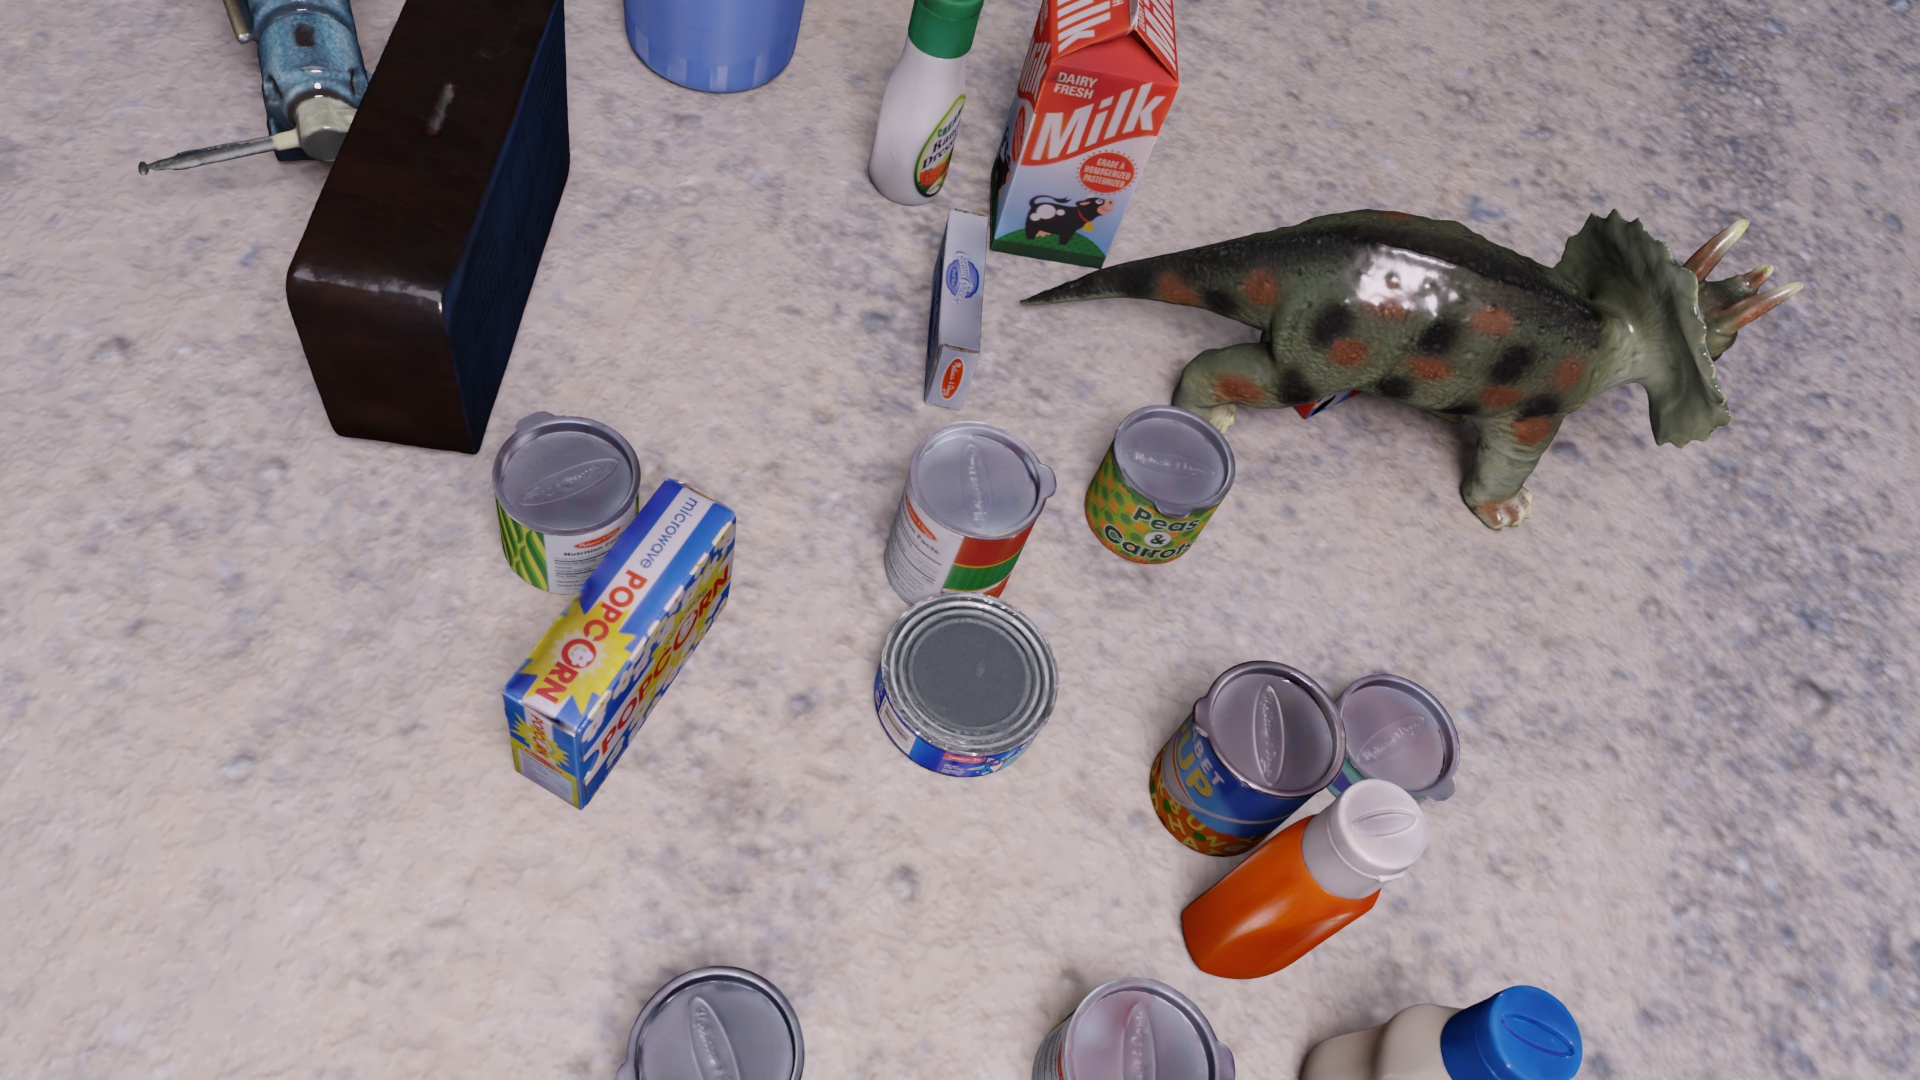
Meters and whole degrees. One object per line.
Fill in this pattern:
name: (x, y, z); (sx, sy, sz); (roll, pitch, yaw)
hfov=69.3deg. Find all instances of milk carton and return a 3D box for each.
milk carton: (0.072, -0.247, 0.789); (0.073, 0.189, 0.073); (7, 58, -9)

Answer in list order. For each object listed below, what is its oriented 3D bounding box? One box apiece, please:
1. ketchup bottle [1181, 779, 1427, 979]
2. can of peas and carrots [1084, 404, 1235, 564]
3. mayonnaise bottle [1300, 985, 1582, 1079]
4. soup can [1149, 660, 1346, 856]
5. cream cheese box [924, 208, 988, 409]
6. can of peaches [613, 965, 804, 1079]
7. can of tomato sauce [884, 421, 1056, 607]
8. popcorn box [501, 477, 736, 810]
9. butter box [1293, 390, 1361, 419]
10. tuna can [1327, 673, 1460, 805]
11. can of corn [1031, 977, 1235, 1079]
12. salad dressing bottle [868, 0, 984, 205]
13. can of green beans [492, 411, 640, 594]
ketchup bottle: (0.146, 0.145, 0.587); (0.065, 0.148, 0.044); (-6, 61, -17)
can of peas and carrots: (0.105, -0.027, 0.738); (0.071, 0.058, 0.071); (6, 58, -10)
mayonnaise bottle: (0.191, 0.213, 0.555); (0.065, 0.147, 0.041); (24, 57, 2)
soup can: (0.129, 0.103, 0.648); (0.071, 0.083, 0.071); (6, 58, -10)
cream cheese box: (-0.003, -0.130, 0.779); (0.024, 0.053, 0.104); (9, 57, -8)
can of peaches: (-0.099, 0.207, 0.542); (0.071, 0.057, 0.071); (6, 58, -10)
can of tomato sauce: (0.002, -0.009, 0.687); (0.071, 0.082, 0.071); (6, 58, -10)
popcorn box: (-0.148, 0.045, 0.616); (0.038, 0.084, 0.127); (28, 56, 4)
butter box: (0.245, -0.112, 0.829); (0.104, 0.052, 0.024); (-25, 68, -26)
tuna can: (0.214, 0.105, 0.697); (0.071, 0.032, 0.071); (6, 58, -10)
can of corn: (0.070, 0.222, 0.574); (0.071, 0.058, 0.071); (6, 58, -10)
salad dressing bottle: (-0.019, -0.260, 0.801); (0.044, 0.147, 0.064); (33, 57, 7)
can of green beans: (-0.186, -0.016, 0.661); (0.071, 0.057, 0.071); (6, 58, -10)
